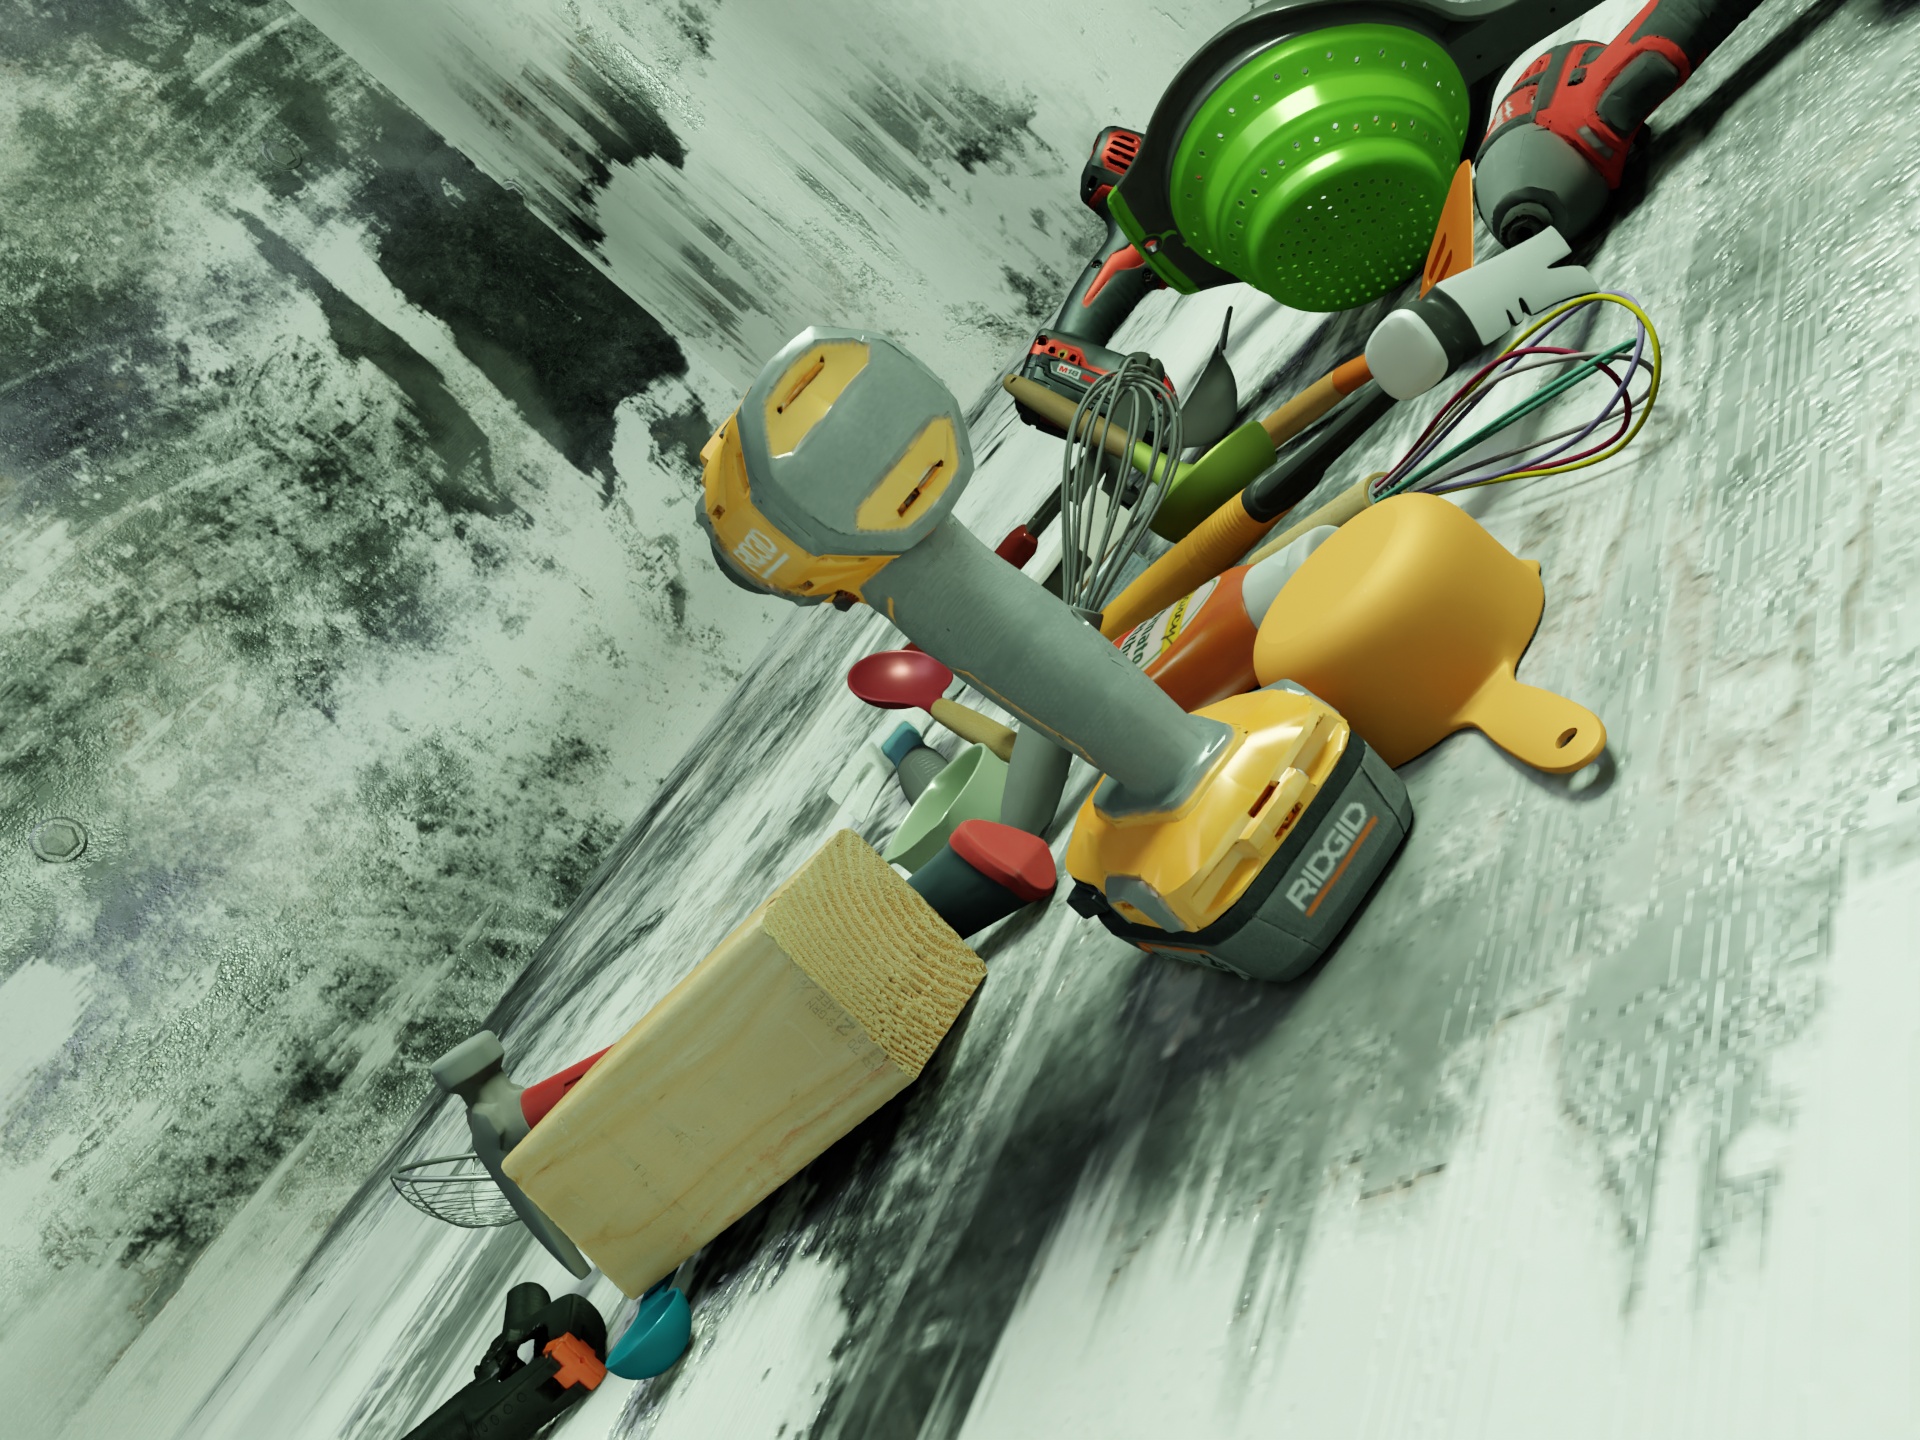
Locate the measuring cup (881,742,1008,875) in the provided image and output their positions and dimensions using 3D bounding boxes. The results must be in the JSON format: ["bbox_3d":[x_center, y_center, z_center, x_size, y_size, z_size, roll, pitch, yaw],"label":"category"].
[{"bbox_3d":[-0.028,0.086,0.827,0.167,0.038,0.083,-50,10,8],"label":"measuring cup"}]

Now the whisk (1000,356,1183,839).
[{"bbox_3d":[0.055,-0.050,0.738,0.055,0.055,0.239,-148,72,-79],"label":"whisk"}]

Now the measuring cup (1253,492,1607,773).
[{"bbox_3d":[0.138,-0.023,0.474,0.095,0.052,0.174,-49,9,8],"label":"measuring cup"}]

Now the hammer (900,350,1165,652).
[{"bbox_3d":[0.030,-0.107,1.138,0.359,0.036,0.149,-47,16,52],"label":"hammer"}]

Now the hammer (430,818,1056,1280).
[{"bbox_3d":[-0.103,0.159,0.778,0.386,0.143,0.038,-30,4,30],"label":"hammer"}]

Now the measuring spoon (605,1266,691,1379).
[{"bbox_3d":[-0.129,0.262,0.710,0.042,0.021,0.128,-44,1,-3],"label":"measuring spoon"}]

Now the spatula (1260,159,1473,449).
[{"bbox_3d":[0.180,-0.172,0.840,0.322,0.041,0.081,147,132,-63],"label":"spatula"}]

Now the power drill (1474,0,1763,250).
[{"bbox_3d":[0.302,-0.285,0.651,0.219,0.078,0.143,-42,13,49],"label":"power drill"}]

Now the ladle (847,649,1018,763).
[{"bbox_3d":[-0.001,-0.003,0.932,0.069,0.031,0.316,-14,15,-16],"label":"ladle"}]

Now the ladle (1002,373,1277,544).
[{"bbox_3d":[0.085,-0.171,0.928,0.078,0.062,0.320,-41,32,-1],"label":"ladle"}]

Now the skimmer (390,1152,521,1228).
[{"bbox_3d":[-0.231,0.216,1.063,0.363,0.090,0.127,-46,-20,11],"label":"skimmer"}]

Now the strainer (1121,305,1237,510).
[{"bbox_3d":[0.117,-0.158,1.061,0.258,0.050,0.087,-51,3,27],"label":"strainer"}]

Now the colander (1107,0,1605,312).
[{"bbox_3d":[0.276,-0.336,0.869,0.397,0.204,0.095,-28,54,25],"label":"colander"}]

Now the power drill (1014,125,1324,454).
[{"bbox_3d":[0.152,-0.302,1.147,0.080,0.188,0.227,104,-173,-82],"label":"power drill"}]

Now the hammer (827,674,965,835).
[{"bbox_3d":[-0.027,0.028,1.024,0.128,0.033,0.331,-49,11,1],"label":"hammer"}]

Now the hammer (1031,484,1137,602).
[{"bbox_3d":[0.031,-0.064,0.972,0.130,0.031,0.331,-52,5,-8],"label":"hammer"}]

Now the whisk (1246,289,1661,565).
[{"bbox_3d":[0.174,-0.089,0.601,0.051,0.047,0.245,-41,2,-23],"label":"whisk"}]

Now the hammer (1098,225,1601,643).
[{"bbox_3d":[0.139,-0.099,0.731,0.127,0.034,0.336,-31,-6,-34],"label":"hammer"}]

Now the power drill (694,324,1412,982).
[{"bbox_3d":[0.010,-0.018,0.510,0.084,0.226,0.185,-52,11,-12],"label":"power drill"}]
